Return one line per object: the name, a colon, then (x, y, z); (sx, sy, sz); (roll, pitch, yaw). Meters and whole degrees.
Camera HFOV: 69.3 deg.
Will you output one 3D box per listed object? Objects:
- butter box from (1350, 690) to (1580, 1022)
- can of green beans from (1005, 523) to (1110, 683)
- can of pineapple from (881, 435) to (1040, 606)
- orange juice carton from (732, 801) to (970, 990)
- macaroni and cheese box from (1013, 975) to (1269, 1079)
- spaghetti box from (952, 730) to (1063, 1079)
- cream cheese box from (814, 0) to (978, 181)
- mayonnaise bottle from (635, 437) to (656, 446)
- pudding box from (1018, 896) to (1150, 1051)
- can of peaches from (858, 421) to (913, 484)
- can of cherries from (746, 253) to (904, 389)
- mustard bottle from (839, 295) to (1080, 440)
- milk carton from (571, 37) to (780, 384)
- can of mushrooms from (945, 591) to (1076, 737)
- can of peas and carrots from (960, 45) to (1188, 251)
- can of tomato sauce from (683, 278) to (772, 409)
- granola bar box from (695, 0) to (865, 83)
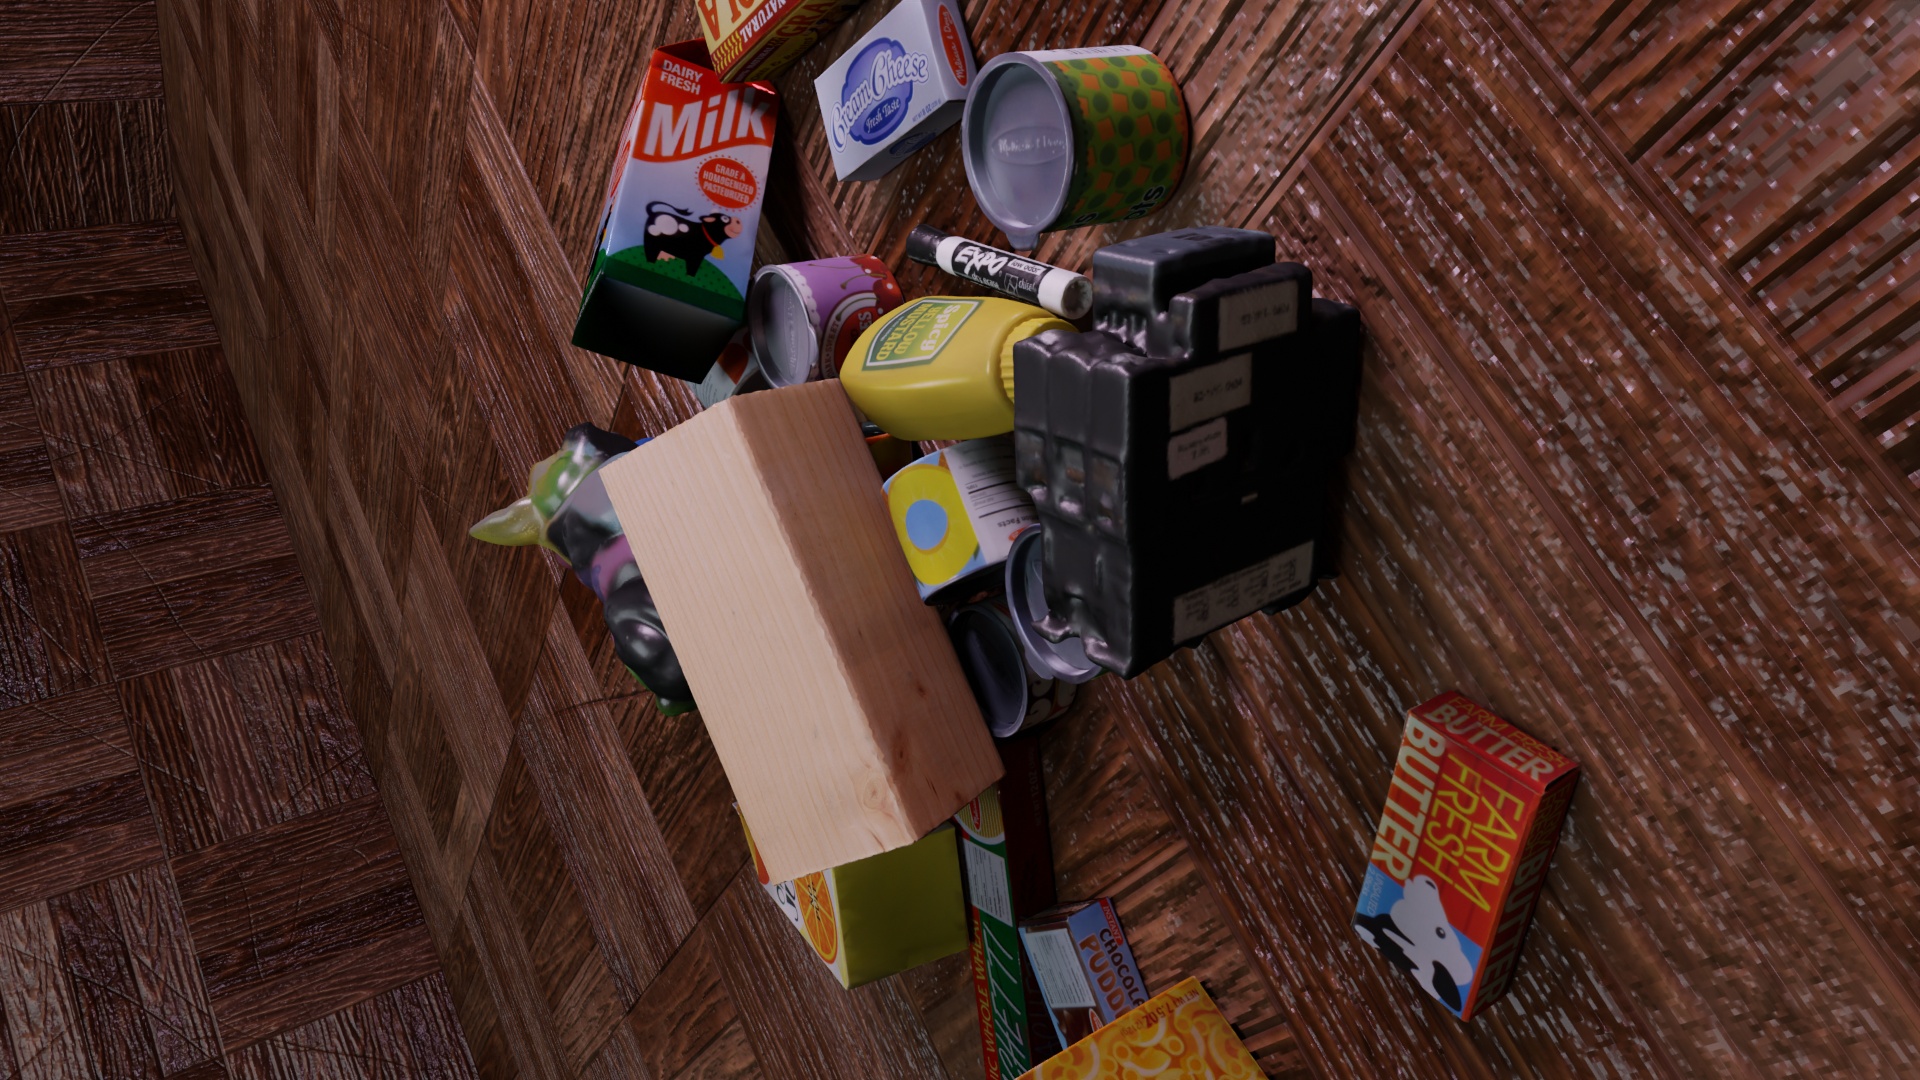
butter box: (0.169, 0.108, 0.473); (0.053, 0.024, 0.103); (37, 132, 45)
can of green beans: (0.061, 0.019, 0.568); (0.071, 0.058, 0.071); (28, 126, 48)
can of pineapple: (0.002, -0.008, 0.637); (0.070, 0.071, 0.058); (-38, 71, 56)
orange juice carton: (-0.070, 0.173, 0.793); (0.193, 0.072, 0.073); (20, 119, 63)
macaroni and cheese box: (0.095, 0.281, 0.567); (0.167, 0.124, 0.040); (53, 145, 30)
spaghetti box: (0.028, 0.215, 0.729); (0.050, 0.029, 0.249); (12, 113, 55)
cream cheese box: (-0.030, -0.208, 0.641); (0.103, 0.024, 0.053); (-14, 90, 57)
mayonnaise bottle: (-0.187, -0.005, 0.934); (0.148, 0.065, 0.041); (59, 153, 30)
pudding box: (0.064, 0.219, 0.675); (0.049, 0.030, 0.084); (-34, 75, 55)
can of peaches: (-0.057, -0.028, 0.715); (0.071, 0.071, 0.058); (13, 113, 54)
can of cherries: (-0.067, -0.109, 0.707); (0.071, 0.058, 0.071); (27, 124, 49)
mustard bottle: (0.010, -0.075, 0.596); (0.160, 0.065, 0.048); (8, 145, 54)
milk carton: (-0.147, -0.189, 0.742); (0.072, 0.073, 0.191); (-41, 39, 54)
can of mushrooms: (0.023, 0.059, 0.666); (0.071, 0.033, 0.070); (28, 126, 48)
can of peas and carrots: (0.043, -0.148, 0.523); (0.071, 0.059, 0.070); (30, 128, 48)
can of tomato sauce: (-0.122, -0.102, 0.788); (0.083, 0.071, 0.070); (48, 139, 34)
granola bar box: (-0.085, -0.310, 0.667); (0.165, 0.039, 0.124); (-10, 95, 58)
